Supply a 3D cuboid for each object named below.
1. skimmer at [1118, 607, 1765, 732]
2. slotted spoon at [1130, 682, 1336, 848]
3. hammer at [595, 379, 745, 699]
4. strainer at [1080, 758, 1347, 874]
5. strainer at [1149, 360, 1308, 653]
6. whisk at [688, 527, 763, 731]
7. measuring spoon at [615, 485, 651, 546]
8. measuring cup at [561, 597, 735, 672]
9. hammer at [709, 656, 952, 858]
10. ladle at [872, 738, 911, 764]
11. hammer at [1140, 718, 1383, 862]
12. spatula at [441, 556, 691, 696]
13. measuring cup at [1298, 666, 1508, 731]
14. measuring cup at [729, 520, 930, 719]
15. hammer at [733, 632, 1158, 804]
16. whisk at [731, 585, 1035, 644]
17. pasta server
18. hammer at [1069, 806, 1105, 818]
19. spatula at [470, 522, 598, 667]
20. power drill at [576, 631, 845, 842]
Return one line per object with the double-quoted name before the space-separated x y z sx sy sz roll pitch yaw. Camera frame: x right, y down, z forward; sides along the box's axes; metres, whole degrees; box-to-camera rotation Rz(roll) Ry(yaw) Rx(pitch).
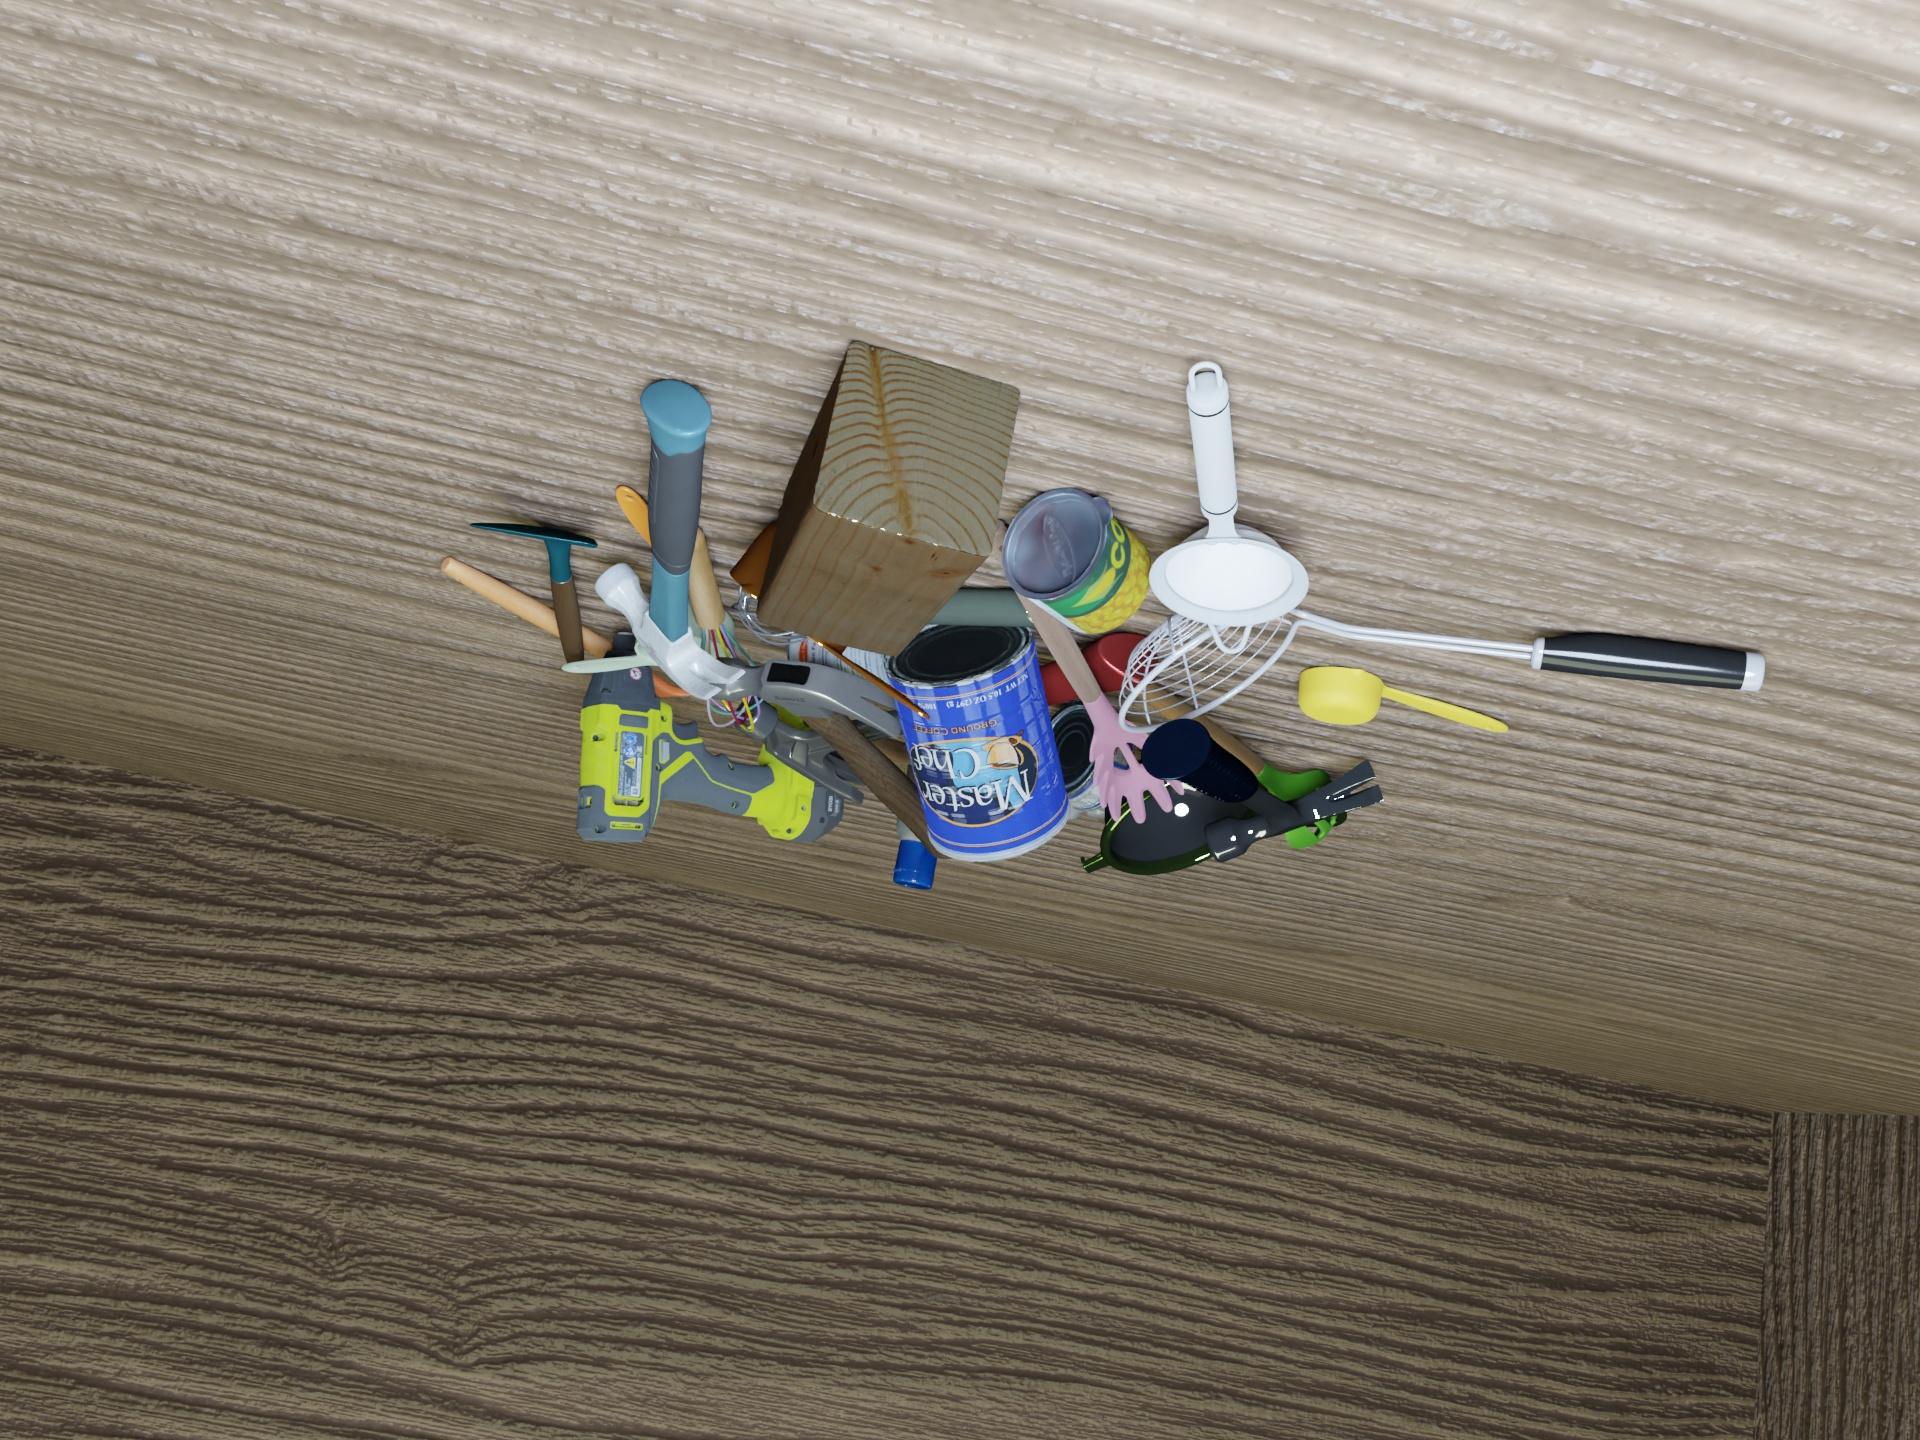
"skimmer" 0.278 -0.019 0.952 0.363 0.090 0.127 7 165 17
"slotted spoon" 0.222 0.030 1.271 0.313 0.070 0.031 32 172 -40
"hammer" -0.178 -0.107 0.973 0.128 0.033 0.331 49 158 9
"strainer" 0.227 0.065 1.387 0.256 0.069 0.151 1 139 -30
"strainer" 0.135 -0.110 0.817 0.087 0.050 0.258 1 158 13
"whisk" -0.174 -0.061 1.149 0.051 0.047 0.244 -10 150 -5
"measuring spoon" -0.206 -0.131 1.060 0.021 0.011 0.116 12 163 11
"measuring cup" -0.249 -0.064 1.251 0.167 0.038 0.083 -7 159 31
"hammer" -0.063 0.038 1.225 0.130 0.031 0.331 5 157 24
"ladle" -0.031 0.043 1.375 0.320 0.062 0.078 14 137 58
"hammer" 0.202 0.046 1.107 0.144 0.035 0.405 -23 164 16
"spatula" -0.300 -0.069 1.344 0.081 0.041 0.322 -2 157 40
"measuring cup" 0.310 -0.003 1.110 0.156 0.029 0.062 15 165 -8
"measuring cup" -0.066 -0.065 0.981 0.174 0.052 0.095 37 -176 29
"hammer" -0.002 -0.004 1.208 0.359 0.037 0.149 -14 145 39
"whisk" -0.043 -0.078 1.078 0.246 0.057 0.059 3 -162 20
"pasta server" 0.080 -0.026 1.054 0.060 0.040 0.315 -23 141 10
"hammer" 0.070 0.024 1.386 0.143 0.038 0.386 0 162 32
"spatula" -0.299 -0.089 1.183 0.082 0.044 0.317 8 160 -6
"power drill" -0.211 0.021 1.350 0.223 0.171 0.080 7 170 -35
